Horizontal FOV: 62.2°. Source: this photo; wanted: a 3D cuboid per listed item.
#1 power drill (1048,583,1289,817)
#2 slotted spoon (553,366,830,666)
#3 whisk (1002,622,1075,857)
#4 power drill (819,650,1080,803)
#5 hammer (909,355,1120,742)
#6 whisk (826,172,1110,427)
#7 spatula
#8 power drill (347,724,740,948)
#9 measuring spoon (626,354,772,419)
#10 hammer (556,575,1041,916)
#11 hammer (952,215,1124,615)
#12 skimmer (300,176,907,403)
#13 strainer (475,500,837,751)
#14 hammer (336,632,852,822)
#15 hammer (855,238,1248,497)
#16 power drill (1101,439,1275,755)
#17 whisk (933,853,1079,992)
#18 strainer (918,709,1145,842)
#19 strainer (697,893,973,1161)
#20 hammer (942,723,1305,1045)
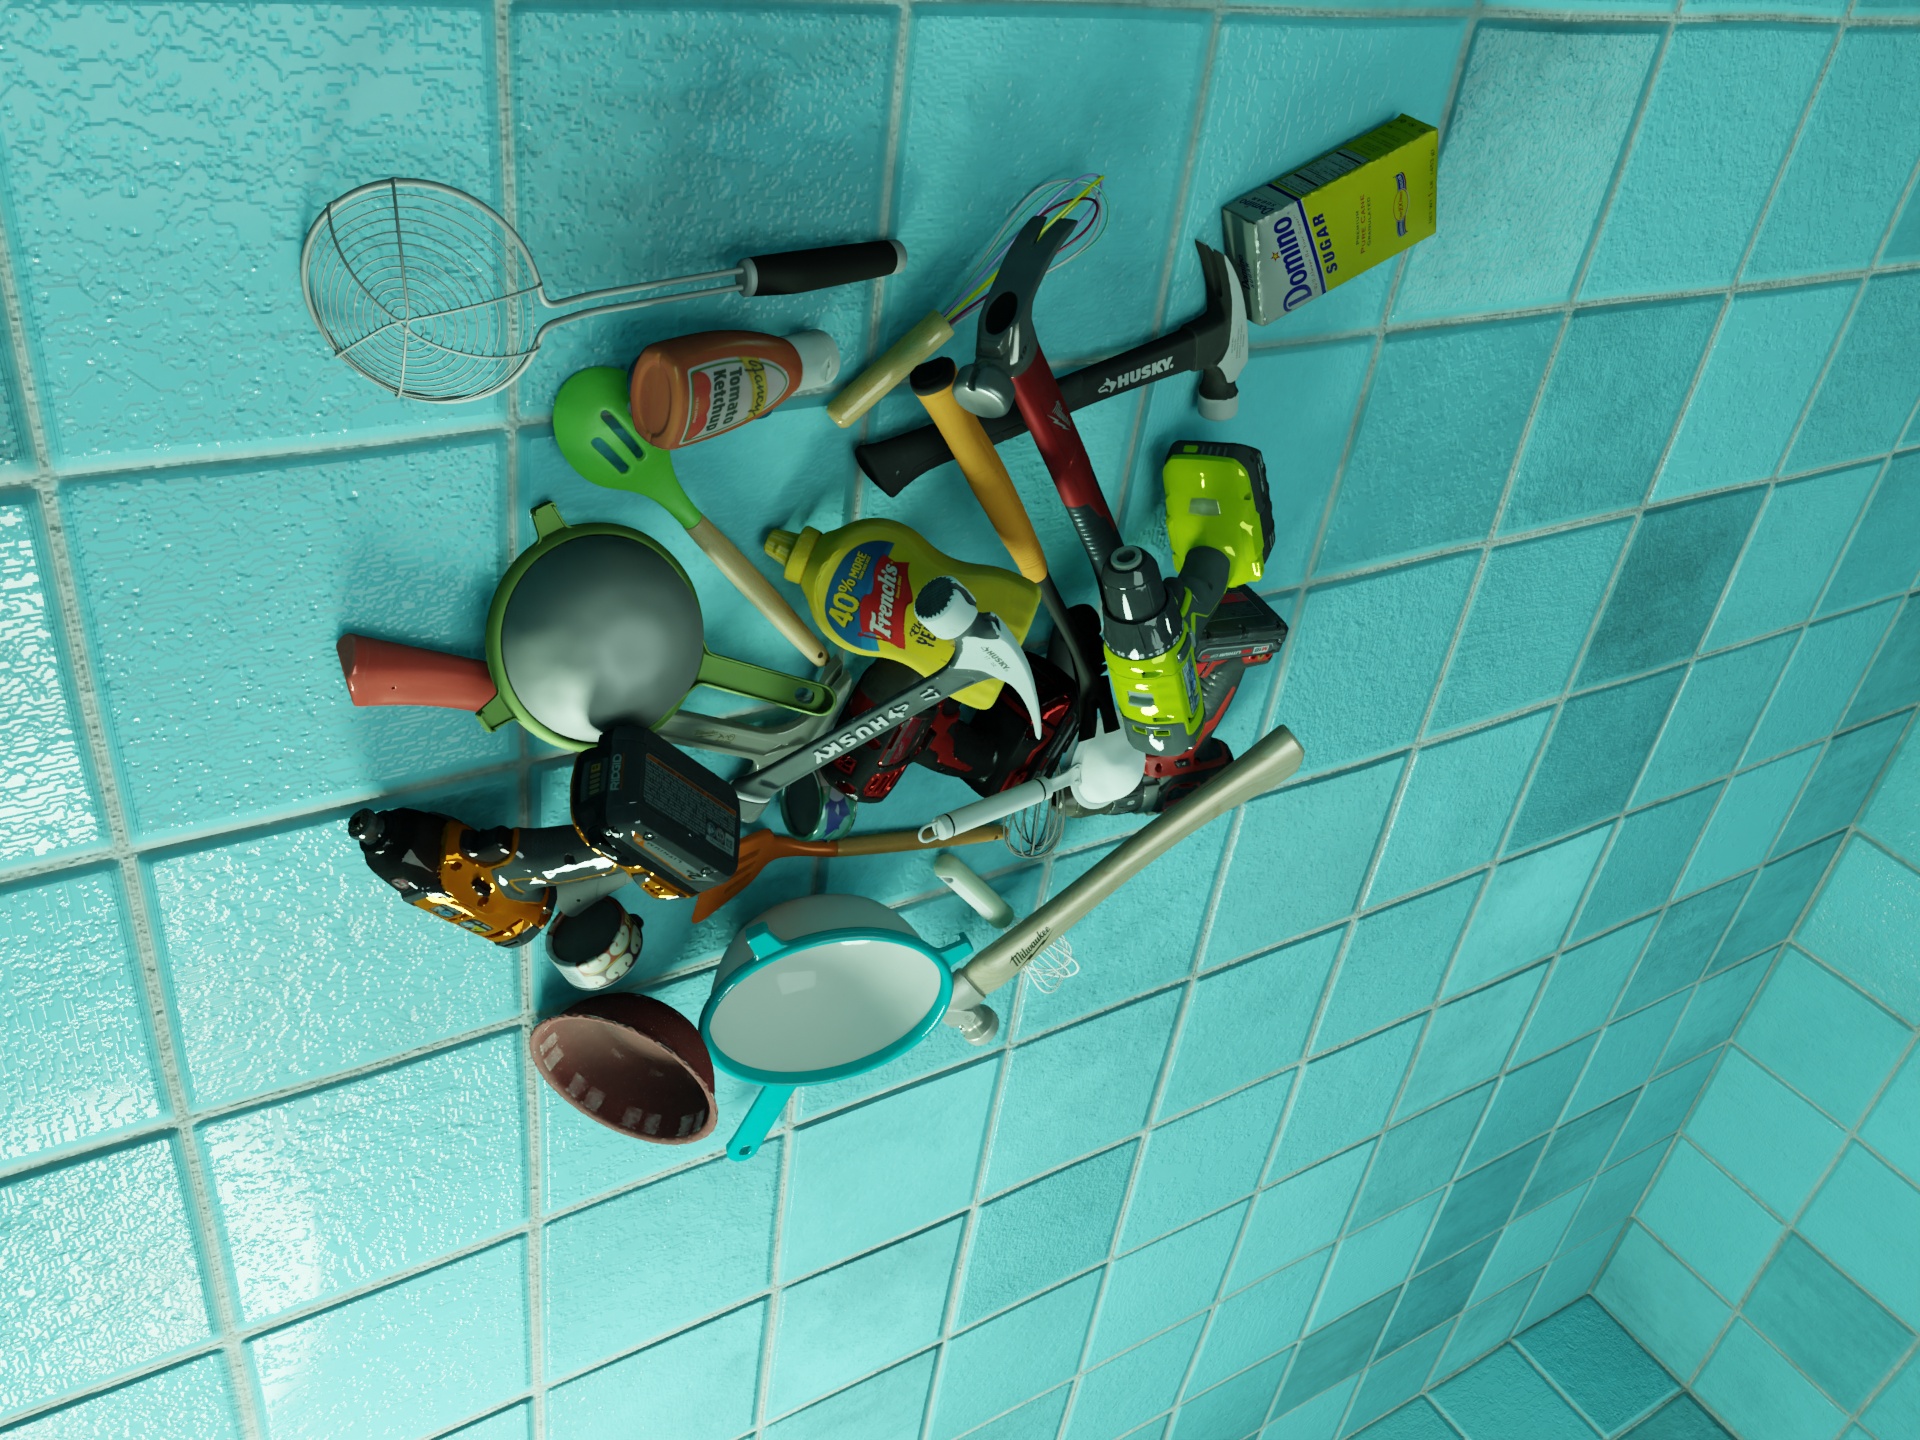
[{"bbox_3d":[0.180,-0.006,1.412,0.188,0.080,0.226,-9,131,-27],"label":"power drill"},{"bbox_3d":[-0.166,-0.122,1.078,0.070,0.031,0.313,-49,141,-8],"label":"slotted spoon"},{"bbox_3d":[0.074,0.016,1.364,0.055,0.055,0.238,-9,120,-33],"label":"whisk"},{"bbox_3d":[-0.002,-0.004,1.239,0.219,0.079,0.143,5,119,-51],"label":"power drill"},{"bbox_3d":[0.044,-0.125,1.146,0.034,0.127,0.336,-18,138,15],"label":"hammer"},{"bbox_3d":[0.006,-0.284,1.078,0.245,0.047,0.051,-41,127,3],"label":"whisk"},{"bbox_3d":[-0.082,0.111,1.322,0.322,0.041,0.081,-3,130,-39],"label":"spatula"},{"bbox_3d":[-0.278,0.078,1.049,0.226,0.084,0.164,-18,145,24],"label":"power drill"},{"bbox_3d":[-0.166,-0.208,1.008,0.128,0.021,0.042,-1,106,-58],"label":"measuring spoon"},{"bbox_3d":[-0.129,0.042,1.111,0.409,0.036,0.149,-29,136,21],"label":"hammer"},{"bbox_3d":[0.088,-0.187,1.150,0.143,0.038,0.385,-68,155,-17],"label":"hammer"},{"bbox_3d":[-0.193,-0.266,0.939,0.363,0.090,0.127,-22,138,-38],"label":"skimmer"},{"bbox_3d":[-0.179,-0.038,1.047,0.256,0.069,0.151,16,88,-35],"label":"strainer"},{"bbox_3d":[-0.244,-0.014,1.088,0.358,0.037,0.149,14,120,-43],"label":"hammer"},{"bbox_3d":[0.073,-0.242,1.166,0.335,0.035,0.146,-24,135,-21],"label":"hammer"},{"bbox_3d":[0.170,-0.112,1.228,0.229,0.080,0.190,-63,148,-34],"label":"power drill"},{"bbox_3d":[0.043,0.188,1.481,0.246,0.058,0.059,46,55,-44],"label":"whisk"},{"bbox_3d":[0.073,0.054,1.278,0.258,0.050,0.086,-19,121,-31],"label":"strainer"},{"bbox_3d":[-0.143,0.252,1.358,0.211,0.095,0.340,7,133,-27],"label":"strainer"},{"bbox_3d":[0.131,0.134,1.433,0.410,0.038,0.146,-38,130,4],"label":"hammer"}]
